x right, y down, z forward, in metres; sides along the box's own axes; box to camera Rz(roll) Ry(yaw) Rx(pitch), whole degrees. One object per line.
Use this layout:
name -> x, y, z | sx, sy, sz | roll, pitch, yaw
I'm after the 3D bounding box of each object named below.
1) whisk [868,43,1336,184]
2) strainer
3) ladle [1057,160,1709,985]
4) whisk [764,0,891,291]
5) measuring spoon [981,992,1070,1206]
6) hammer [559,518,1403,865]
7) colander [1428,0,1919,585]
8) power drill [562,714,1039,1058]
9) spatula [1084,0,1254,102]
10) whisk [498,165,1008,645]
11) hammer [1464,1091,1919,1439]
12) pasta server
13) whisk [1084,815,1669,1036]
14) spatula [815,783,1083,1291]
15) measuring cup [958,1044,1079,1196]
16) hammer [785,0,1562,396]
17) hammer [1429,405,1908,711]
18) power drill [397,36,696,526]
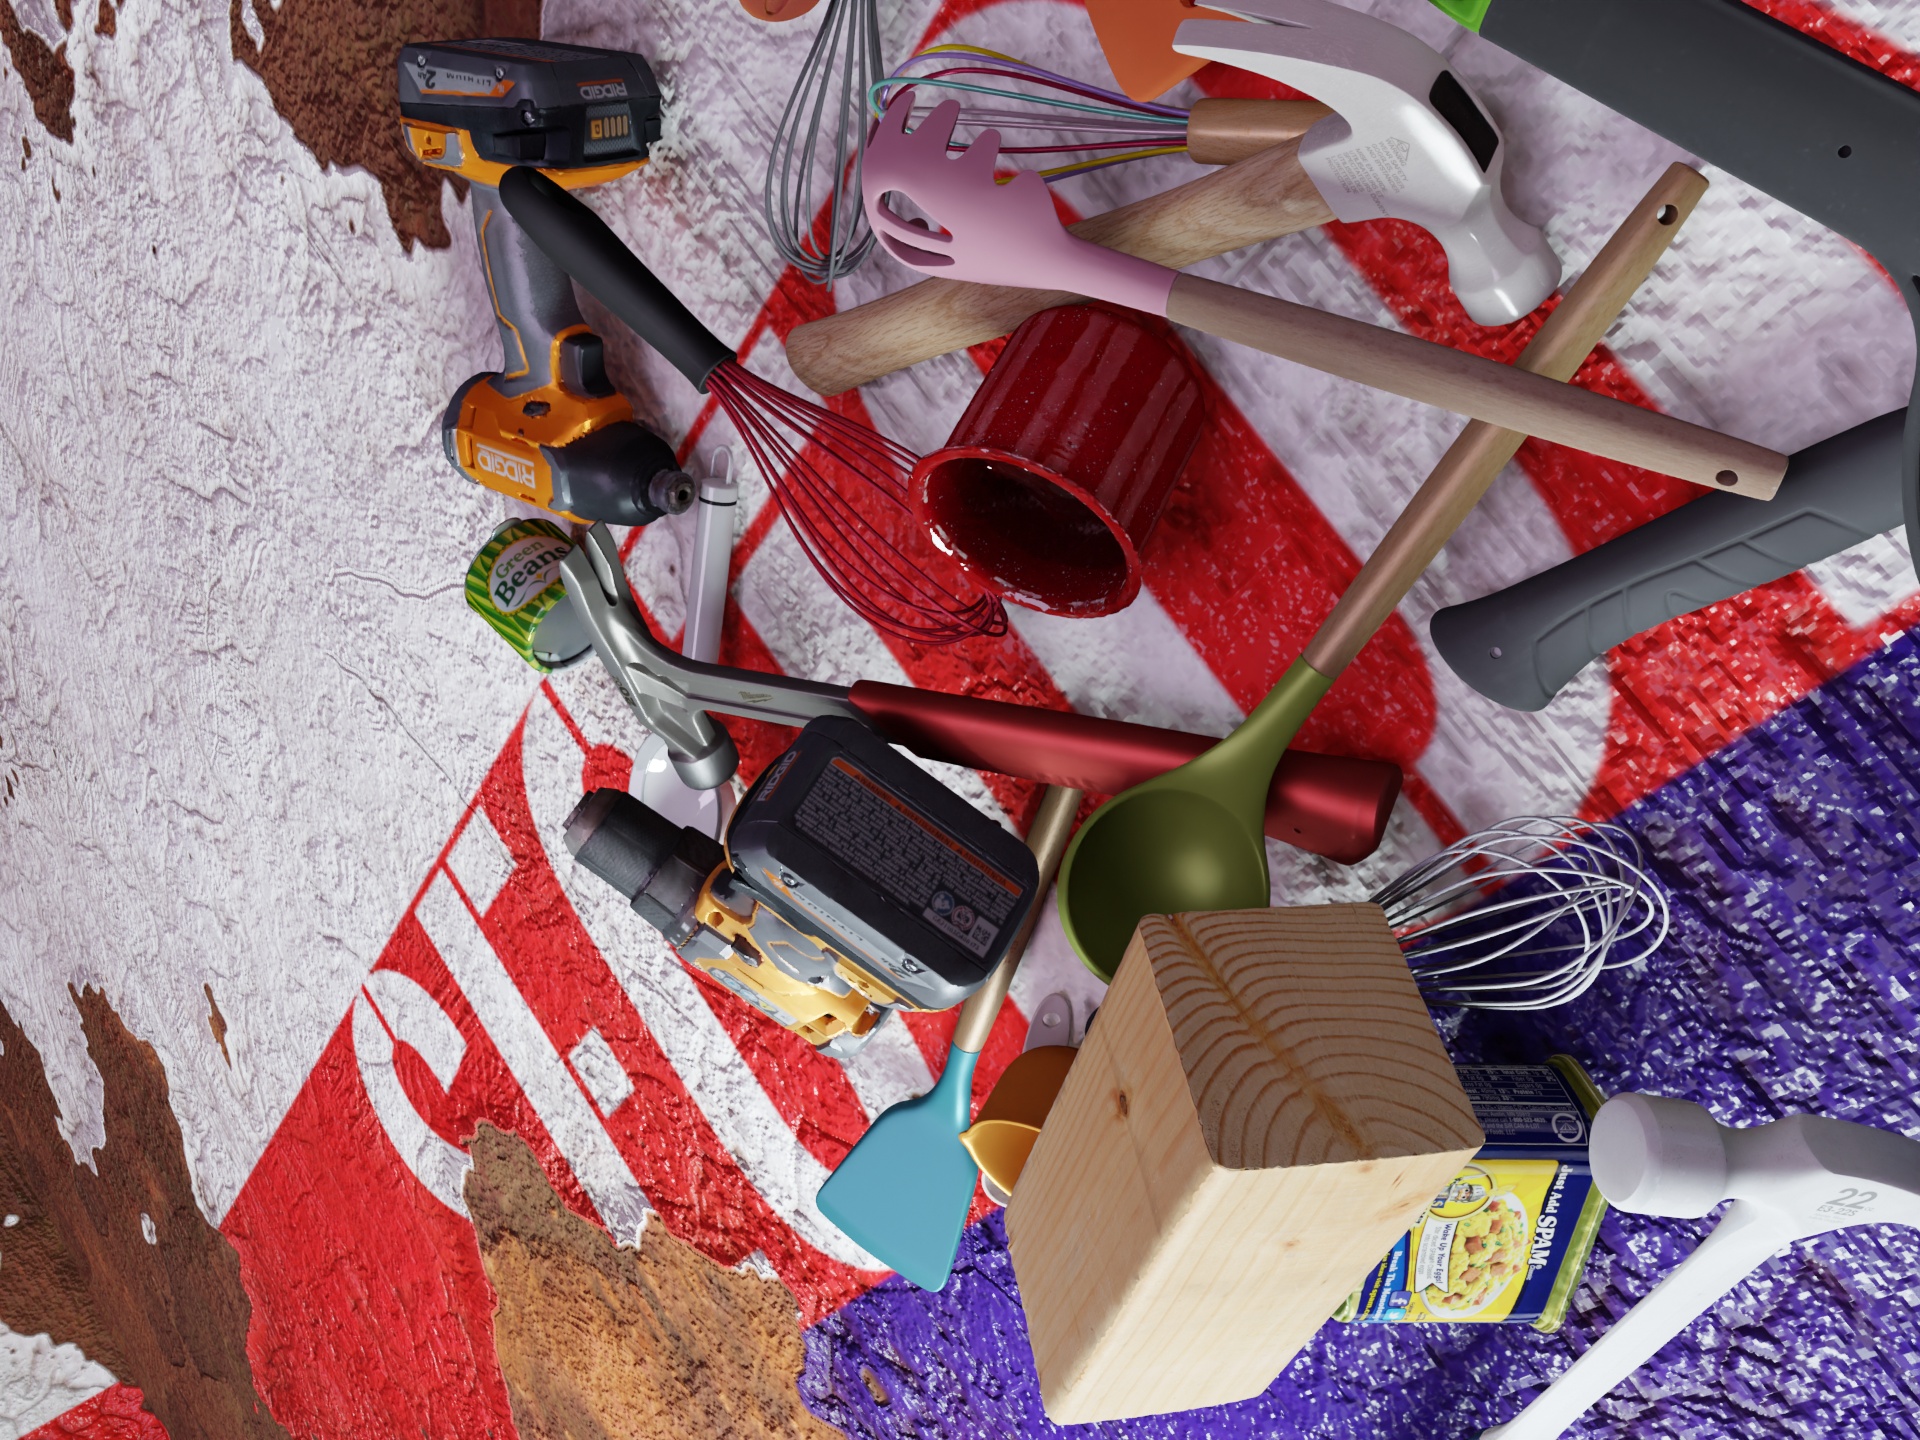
whisk -> 0.065, -0.214, 0.563 | 0.245, 0.051, 0.047 | 15, 72, 32
strainer -> -0.135, -0.017, 0.827 | 0.087, 0.050, 0.258 | 30, 119, 40
ladle -> 0.135, -0.034, 0.520 | 0.078, 0.062, 0.320 | 30, 114, -7
whisk -> -0.041, -0.292, 0.632 | 0.055, 0.055, 0.238 | 27, 118, 32
measuring spoon -> 0.035, 0.182, 0.769 | 0.034, 0.018, 0.124 | 11, 112, 0
hammer -> -0.001, -0.002, 0.658 | 0.359, 0.037, 0.149 | 10, 140, 28
colander -> 0.247, -0.098, 0.358 | 0.397, 0.094, 0.204 | 41, 131, 22
power drill -> -0.084, 0.072, 0.719 | 0.185, 0.084, 0.226 | 36, 152, -8
spatula -> 0.167, -0.283, 0.445 | 0.322, 0.041, 0.081 | -17, 91, 44
whisk -> -0.090, -0.136, 0.684 | 0.296, 0.073, 0.073 | 43, 132, 3
hammer -> 0.216, 0.267, 0.591 | 0.144, 0.035, 0.405 | 9, 132, -9
pasta server -> 0.096, -0.131, 0.501 | 0.316, 0.040, 0.060 | 23, 149, 21
whisk -> 0.140, 0.098, 0.614 | 0.284, 0.070, 0.070 | -31, 85, 50
spatula -> 0.006, 0.142, 0.758 | 0.082, 0.044, 0.317 | 30, 124, 19
measuring cup -> 0.055, 0.213, 0.745 | 0.095, 0.052, 0.173 | 20, 145, 19
hammer -> 0.040, -0.169, 0.586 | 0.331, 0.031, 0.130 | -3, 140, 49
hammer -> 0.273, -0.083, 0.433 | 0.335, 0.035, 0.146 | -29, 87, 45
power drill -> -0.194, -0.206, 0.781 | 0.164, 0.084, 0.226 | 23, 125, 33
